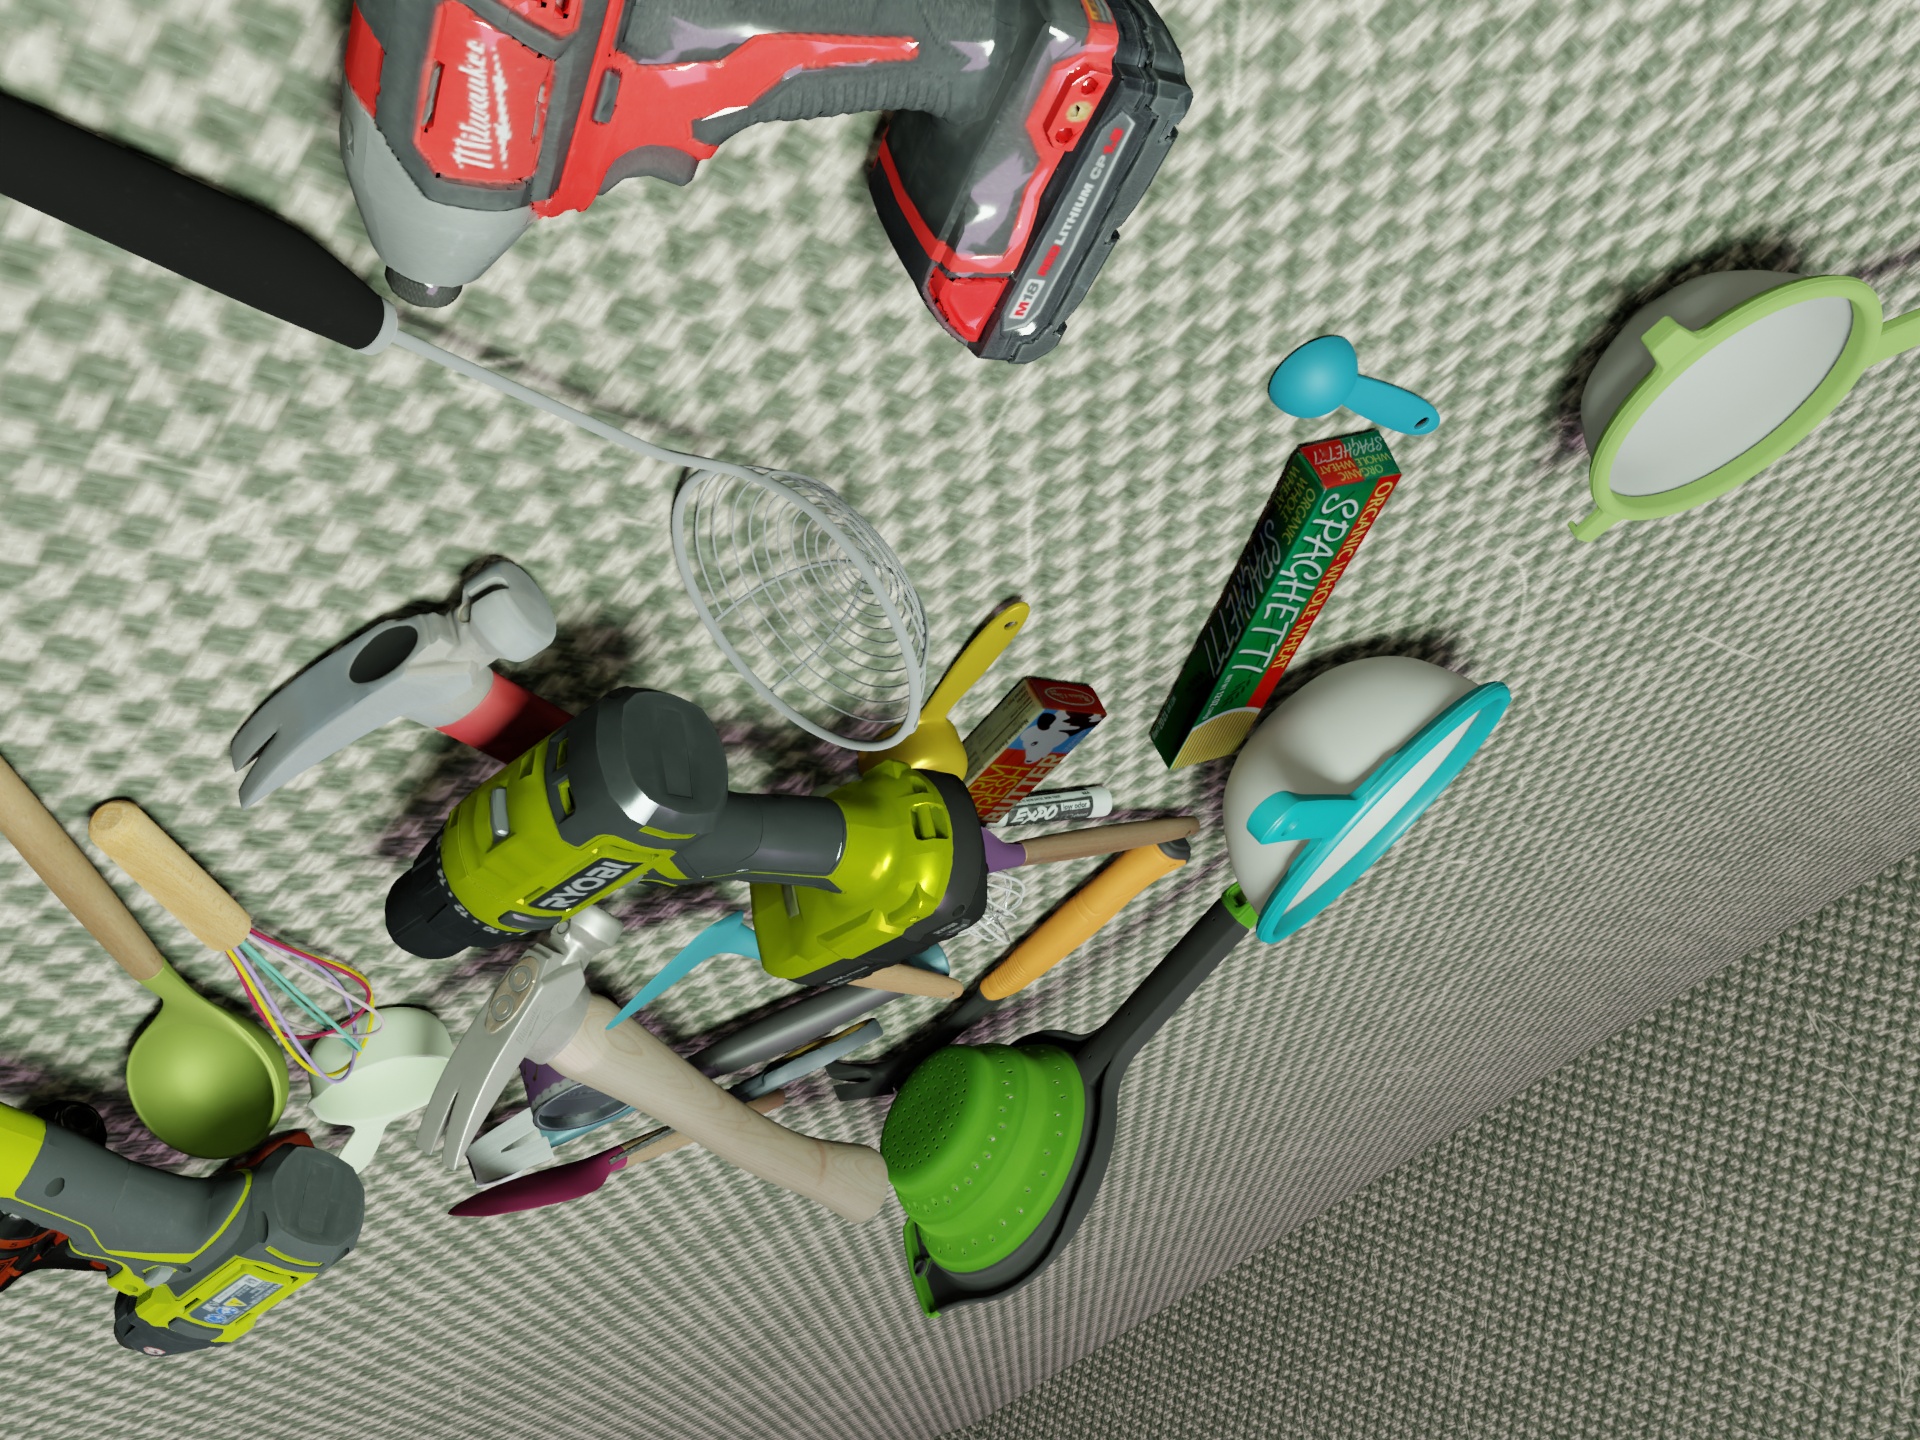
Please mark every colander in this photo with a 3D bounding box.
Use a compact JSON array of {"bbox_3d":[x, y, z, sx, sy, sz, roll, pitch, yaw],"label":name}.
[{"bbox_3d":[0.061,0.238,1.125,0.094,0.205,0.397,36,100,-23],"label":"colander"}]

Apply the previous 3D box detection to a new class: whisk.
[{"bbox_3d":[-0.024,0.084,0.915,0.059,0.058,0.246,-32,149,11],"label":"whisk"},{"bbox_3d":[-0.323,0.101,0.726,0.047,0.051,0.244,-40,152,-19],"label":"whisk"}]

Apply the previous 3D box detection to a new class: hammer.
[{"bbox_3d":[0.039,0.177,1.141,0.127,0.034,0.336,5,139,-45],"label":"hammer"},{"bbox_3d":[-0.161,0.222,1.038,0.331,0.033,0.128,-23,169,-12],"label":"hammer"},{"bbox_3d":[-0.152,0.247,0.953,0.146,0.038,0.410,-60,144,-16],"label":"hammer"},{"bbox_3d":[-0.157,0.047,0.764,0.143,0.038,0.386,-30,151,10],"label":"hammer"}]

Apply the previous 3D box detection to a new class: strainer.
[{"bbox_3d":[0.199,0.029,0.915,0.211,0.095,0.340,-51,158,16],"label":"strainer"},{"bbox_3d":[0.411,-0.193,0.788,0.256,0.069,0.151,-22,149,-8],"label":"strainer"}]

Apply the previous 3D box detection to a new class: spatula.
[{"bbox_3d":[-0.081,0.150,0.925,0.082,0.044,0.317,-45,148,14],"label":"spatula"},{"bbox_3d":[0.051,0.074,0.941,0.315,0.018,0.059,-3,131,-48],"label":"spatula"}]

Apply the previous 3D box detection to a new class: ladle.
[{"bbox_3d":[-0.361,0.103,0.676,0.078,0.062,0.319,9,145,3],"label":"ladle"}]

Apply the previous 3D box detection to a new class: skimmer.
[{"bbox_3d":[-0.144,-0.075,0.514,0.363,0.127,0.090,21,85,-48],"label":"skimmer"}]

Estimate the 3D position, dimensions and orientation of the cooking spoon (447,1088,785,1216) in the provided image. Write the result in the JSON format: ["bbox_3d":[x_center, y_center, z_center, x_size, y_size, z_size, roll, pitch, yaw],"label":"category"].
[{"bbox_3d":[-0.210,0.283,1.056,0.069,0.017,0.318,-8,176,27],"label":"cooking spoon"}]

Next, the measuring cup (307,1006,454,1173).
[{"bbox_3d":[-0.335,0.212,0.896,0.083,0.038,0.167,-3,146,-35],"label":"measuring cup"}]

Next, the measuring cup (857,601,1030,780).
[{"bbox_3d":[-0.001,-0.003,0.811,0.062,0.029,0.156,-3,147,-35],"label":"measuring cup"}]

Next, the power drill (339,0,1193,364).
[{"bbox_3d":[-0.058,-0.169,0.449,0.219,0.079,0.143,-2,144,-32],"label":"power drill"}]

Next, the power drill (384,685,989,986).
[{"bbox_3d":[-0.118,0.065,0.699,0.190,0.080,0.228,-31,150,35],"label":"power drill"}]

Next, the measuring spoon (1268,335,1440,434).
[{"bbox_3d":[0.192,-0.145,0.739,0.128,0.021,0.042,7,138,-43],"label":"measuring spoon"}]

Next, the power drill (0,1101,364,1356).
[{"bbox_3d":[-0.417,0.228,0.730,0.171,0.080,0.223,-36,128,25],"label":"power drill"}]
